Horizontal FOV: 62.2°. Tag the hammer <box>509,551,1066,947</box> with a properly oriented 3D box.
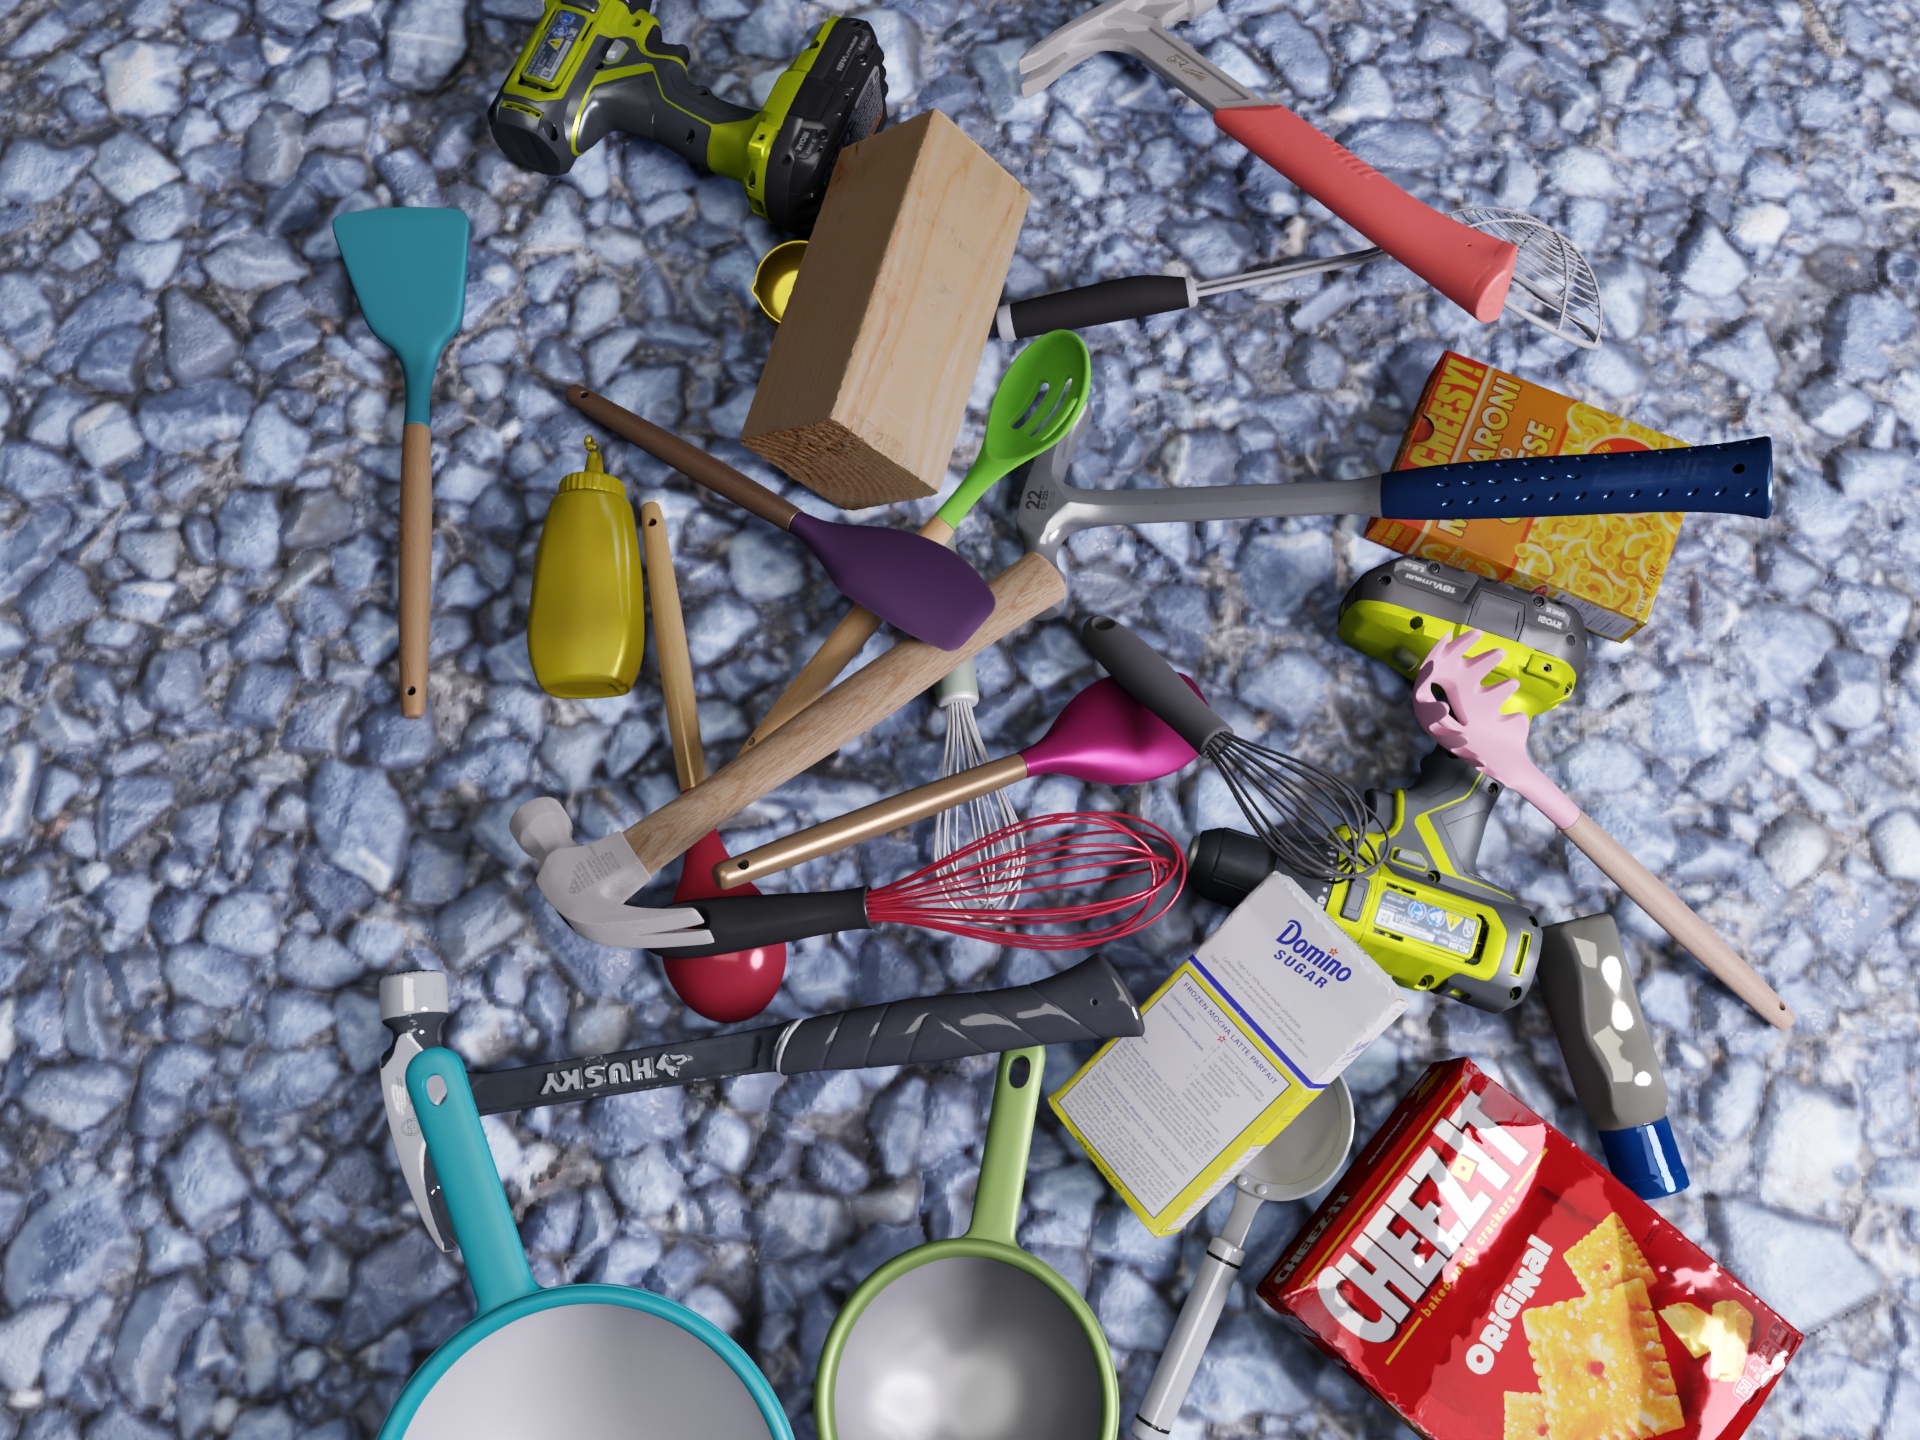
[{"bbox_3d":[-0.080,0.009,0.872,0.331,0.031,0.130,-34,52,-11],"label":"hammer"}]

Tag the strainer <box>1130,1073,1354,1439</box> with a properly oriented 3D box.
[{"bbox_3d":[0.143,0.272,0.839,0.087,0.050,0.258,19,79,39],"label":"strainer"}]

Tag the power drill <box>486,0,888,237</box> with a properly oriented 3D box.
[{"bbox_3d":[-0.166,-0.409,1.016,0.223,0.080,0.171,20,75,8],"label":"power drill"}]

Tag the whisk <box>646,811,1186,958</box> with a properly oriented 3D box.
[{"bbox_3d":[-0.029,0.095,0.837,0.296,0.073,0.073,-9,74,10],"label":"whisk"}]

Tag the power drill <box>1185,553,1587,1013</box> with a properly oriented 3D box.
[{"bbox_3d":[0.243,0.030,0.892,0.190,0.080,0.228,19,77,5],"label":"power drill"}]

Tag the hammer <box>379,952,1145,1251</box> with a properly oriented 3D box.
[{"bbox_3d":[-0.108,0.179,0.834,0.409,0.036,0.149,-9,76,7],"label":"hammer"}]

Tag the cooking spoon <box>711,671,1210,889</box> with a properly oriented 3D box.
[{"bbox_3d":[0.012,0.033,0.865,0.319,0.017,0.069,-19,71,-27],"label":"cooking spoon"}]

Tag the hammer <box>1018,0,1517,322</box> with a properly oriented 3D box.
[{"bbox_3d":[0.191,-0.346,0.966,0.149,0.036,0.359,-33,58,-11],"label":"hammer"}]

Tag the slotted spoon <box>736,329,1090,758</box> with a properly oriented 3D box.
[{"bbox_3d":[-0.027,-0.096,0.924,0.314,0.031,0.070,-51,46,-1],"label":"slotted spoon"}]

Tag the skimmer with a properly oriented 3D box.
[{"bbox_3d":[0.207,-0.248,0.984,0.363,0.090,0.127,-8,32,9],"label":"skimmer"}]

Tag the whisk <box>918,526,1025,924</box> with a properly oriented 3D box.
[{"bbox_3d":[-0.001,-0.003,0.915,0.059,0.058,0.246,7,65,-35],"label":"whisk"}]

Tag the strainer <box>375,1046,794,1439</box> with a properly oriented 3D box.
[{"bbox_3d":[-0.199,0.325,0.790,0.211,0.095,0.340,-24,75,-3],"label":"strainer"}]

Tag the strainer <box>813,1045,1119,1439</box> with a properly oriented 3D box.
[{"bbox_3d":[0.016,0.292,0.818,0.151,0.069,0.256,6,68,13],"label":"strainer"}]

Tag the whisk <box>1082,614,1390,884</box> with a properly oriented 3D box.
[{"bbox_3d":[0.141,0.009,0.863,0.055,0.055,0.239,-35,51,-10],"label":"whisk"}]

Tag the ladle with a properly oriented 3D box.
[{"bbox_3d":[-0.156,0.016,0.918,0.069,0.031,0.316,-11,73,-3],"label":"ladle"}]

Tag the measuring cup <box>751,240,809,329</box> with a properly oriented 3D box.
[{"bbox_3d":[-0.092,-0.219,0.991,0.062,0.029,0.156,-9,86,-5],"label":"measuring cup"}]

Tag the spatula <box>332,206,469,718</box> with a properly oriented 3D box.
[{"bbox_3d":[-0.332,-0.157,0.956,0.082,0.044,0.318,-4,75,-5],"label":"spatula"}]

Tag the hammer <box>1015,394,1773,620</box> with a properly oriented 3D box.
[{"bbox_3d":[0.224,-0.131,0.886,0.405,0.035,0.144,0,70,23],"label":"hammer"}]

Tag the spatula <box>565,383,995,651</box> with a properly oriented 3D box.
[{"bbox_3d":[-0.114,-0.129,0.929,0.316,0.018,0.060,30,66,21],"label":"spatula"}]

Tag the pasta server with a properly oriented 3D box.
[{"bbox_3d":[0.346,0.067,0.842,0.316,0.040,0.060,40,61,-14],"label":"pasta server"}]
